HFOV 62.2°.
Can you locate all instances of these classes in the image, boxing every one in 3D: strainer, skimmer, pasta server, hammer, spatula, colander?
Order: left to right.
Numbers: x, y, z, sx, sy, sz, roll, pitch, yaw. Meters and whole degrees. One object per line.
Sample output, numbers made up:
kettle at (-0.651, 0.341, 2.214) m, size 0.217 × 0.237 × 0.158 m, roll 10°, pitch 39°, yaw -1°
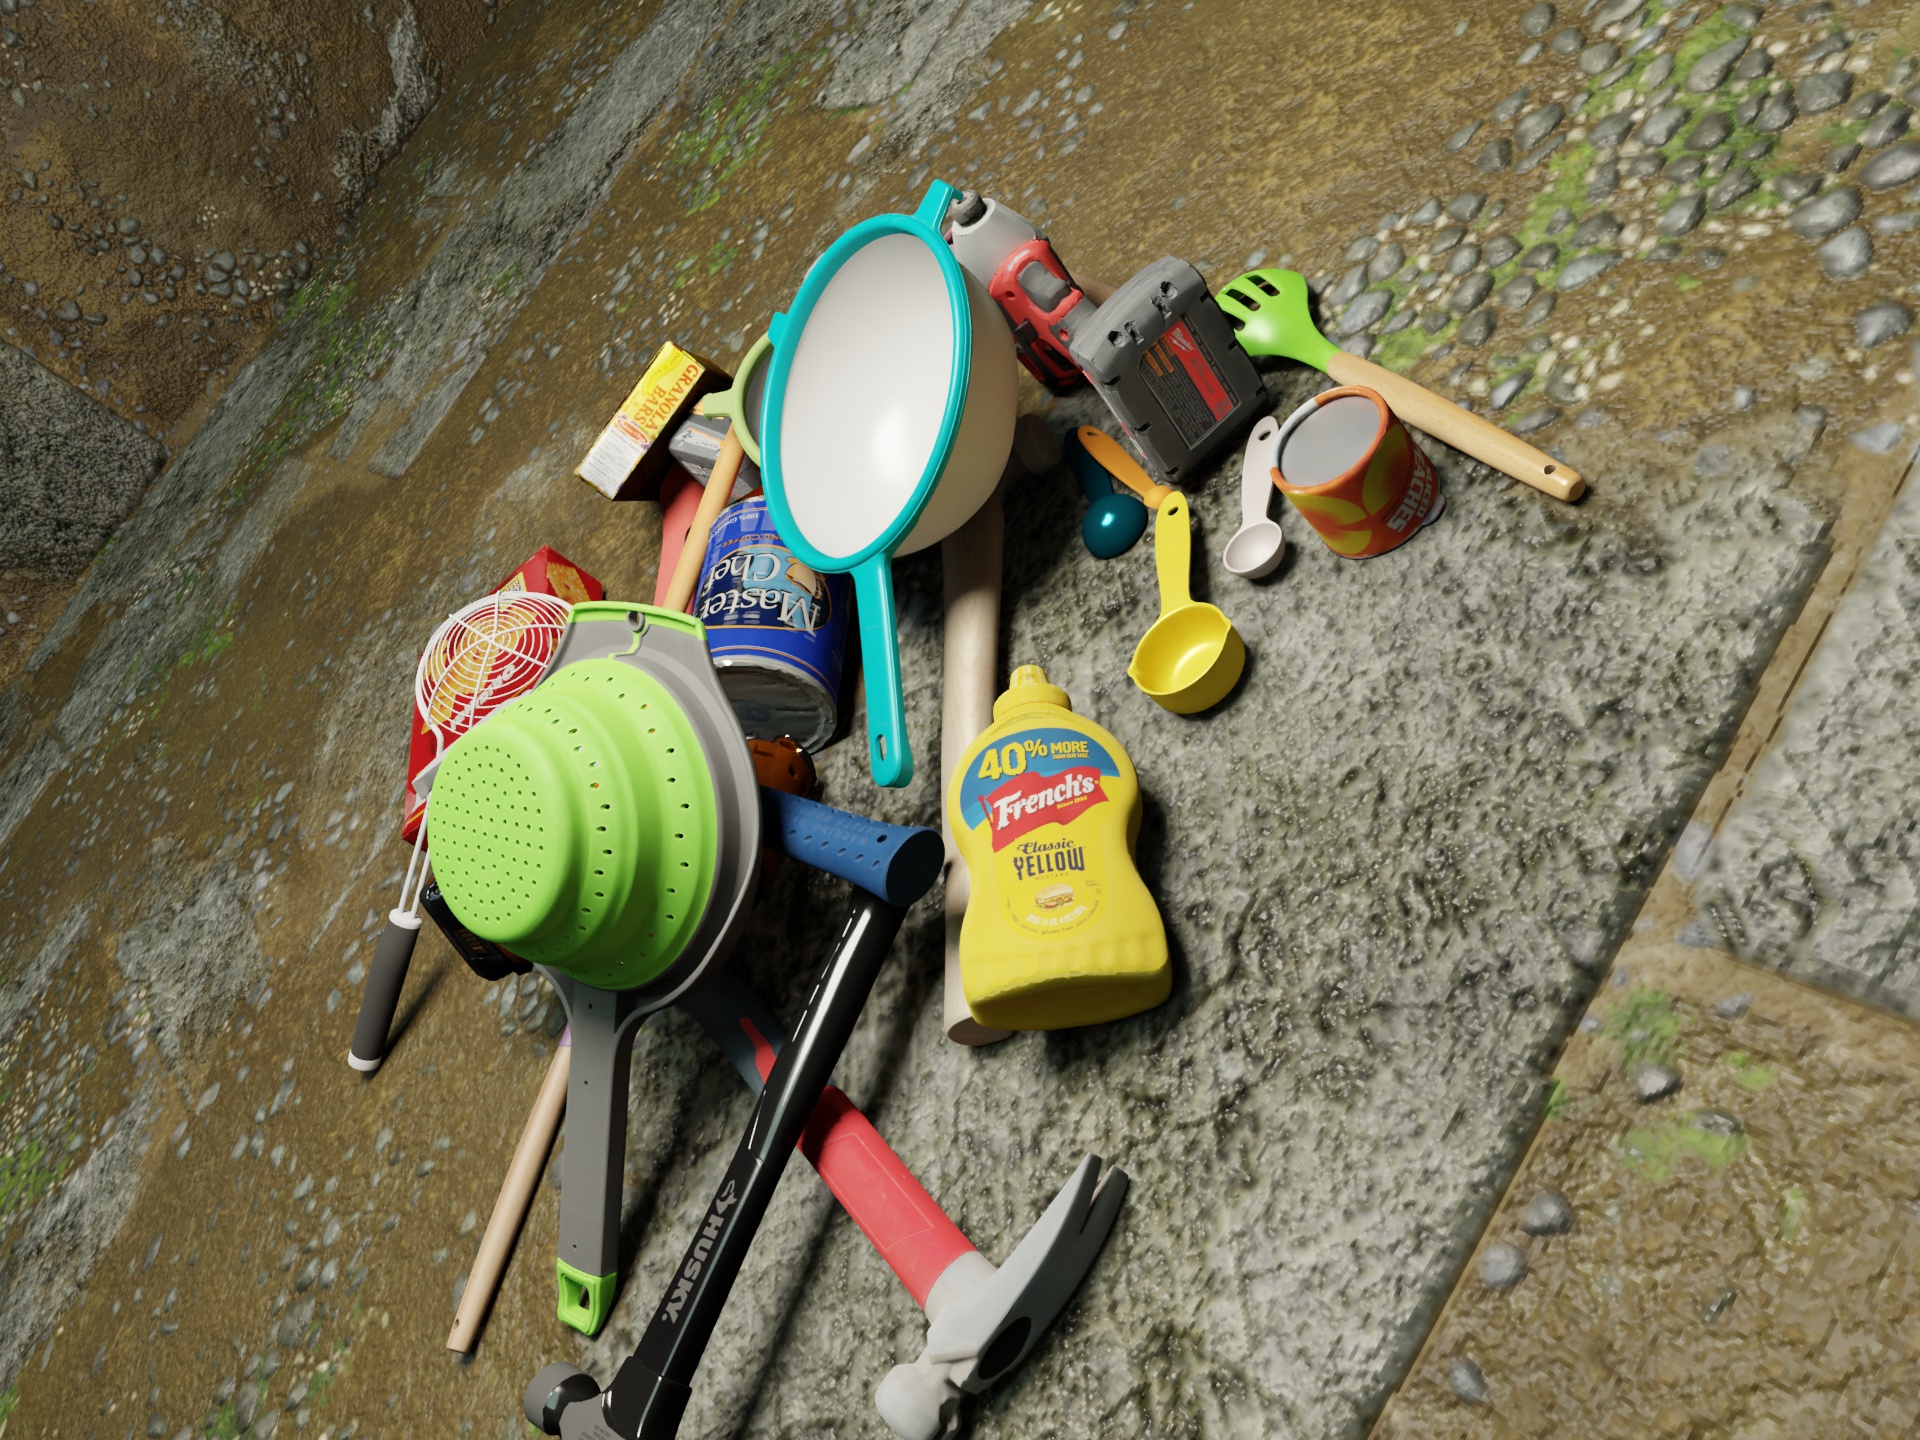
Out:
skimmer at (-0.361, 0.082, 1.138) m, size 0.127 × 0.090 × 0.363 m, roll 25°, pitch 105°, yaw 17°
colander at (-0.212, 0.136, 0.826) m, size 0.205 × 0.094 × 0.397 m, roll 8°, pitch 96°, yaw 37°
spatula at (-0.250, 0.229, 0.989) m, size 0.060 × 0.018 × 0.316 m, roll -9°, pitch 53°, yaw 40°
hammer at (-0.167, 0.040, 0.902) m, size 0.406 × 0.035 × 0.144 m, roll 14°, pitch 46°, yaw 44°
spatula at (-0.201, -0.089, 1.094) m, size 0.081 × 0.041 × 0.322 m, roll 17°, pitch 86°, yaw 50°
hammer at (-0.208, -0.066, 1.172) m, size 0.149 × 0.036 × 0.359 m, roll -26°, pitch 44°, yaw 28°
hammer at (-0.088, 0.201, 0.770) m, size 0.146 × 0.035 × 0.335 m, roll 2°, pitch 60°, yaw 46°
hammer at (-0.069, 0.187, 0.824) m, size 0.143 × 0.038 × 0.387 m, roll -52°, pitch 38°, yaw -3°
strainer at (-0.043, -0.245, 1.098) m, size 0.151 × 0.069 × 0.256 m, roll 36°, pitch 73°, yaw 20°
strainer at (-0.024, -0.125, 0.940) m, size 0.211 × 0.095 × 0.340 m, roll -22°, pitch 69°, yaw 49°
hammer at (-0.001, -0.003, 0.912) m, size 0.146 × 0.038 × 0.411 m, roll -28°, pitch 44°, yaw 29°
pasta server at (0.069, -0.300, 1.094) m, size 0.060 × 0.040 × 0.317 m, roll -50°, pitch 42°, yaw 1°

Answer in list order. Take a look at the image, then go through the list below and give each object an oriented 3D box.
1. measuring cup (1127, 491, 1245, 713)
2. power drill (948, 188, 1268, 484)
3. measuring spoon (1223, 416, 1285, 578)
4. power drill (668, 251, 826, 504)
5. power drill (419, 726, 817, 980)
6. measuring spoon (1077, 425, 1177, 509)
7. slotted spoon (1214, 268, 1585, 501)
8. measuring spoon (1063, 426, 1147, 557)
measuring cup at (0.122, -0.065, 0.850) m, size 0.062 × 0.029 × 0.157 m, roll -26°, pitch 38°, yaw 28°
power drill at (0.073, -0.238, 0.943) m, size 0.078 × 0.143 × 0.220 m, roll -43°, pitch 40°, yaw 0°
measuring spoon at (0.165, -0.120, 0.862) m, size 0.034 × 0.018 × 0.124 m, roll -19°, pitch 41°, yaw 34°
power drill at (-0.095, -0.259, 1.185) m, size 0.185 × 0.084 × 0.226 m, roll 23°, pitch 73°, yaw 50°
power drill at (-0.209, 0.090, 0.960) m, size 0.226 × 0.084 × 0.164 m, roll -13°, pitch 32°, yaw 23°
measuring spoon at (0.098, -0.154, 0.946) m, size 0.021 × 0.011 × 0.117 m, roll -10°, pitch 36°, yaw -18°
slotted spoon at (0.218, -0.183, 0.846) m, size 0.070 × 0.031 × 0.314 m, roll -45°, pitch 39°, yaw 5°
measuring spoon at (0.077, -0.146, 0.959) m, size 0.042 × 0.021 × 0.129 m, roll -37°, pitch 40°, yaw 18°
